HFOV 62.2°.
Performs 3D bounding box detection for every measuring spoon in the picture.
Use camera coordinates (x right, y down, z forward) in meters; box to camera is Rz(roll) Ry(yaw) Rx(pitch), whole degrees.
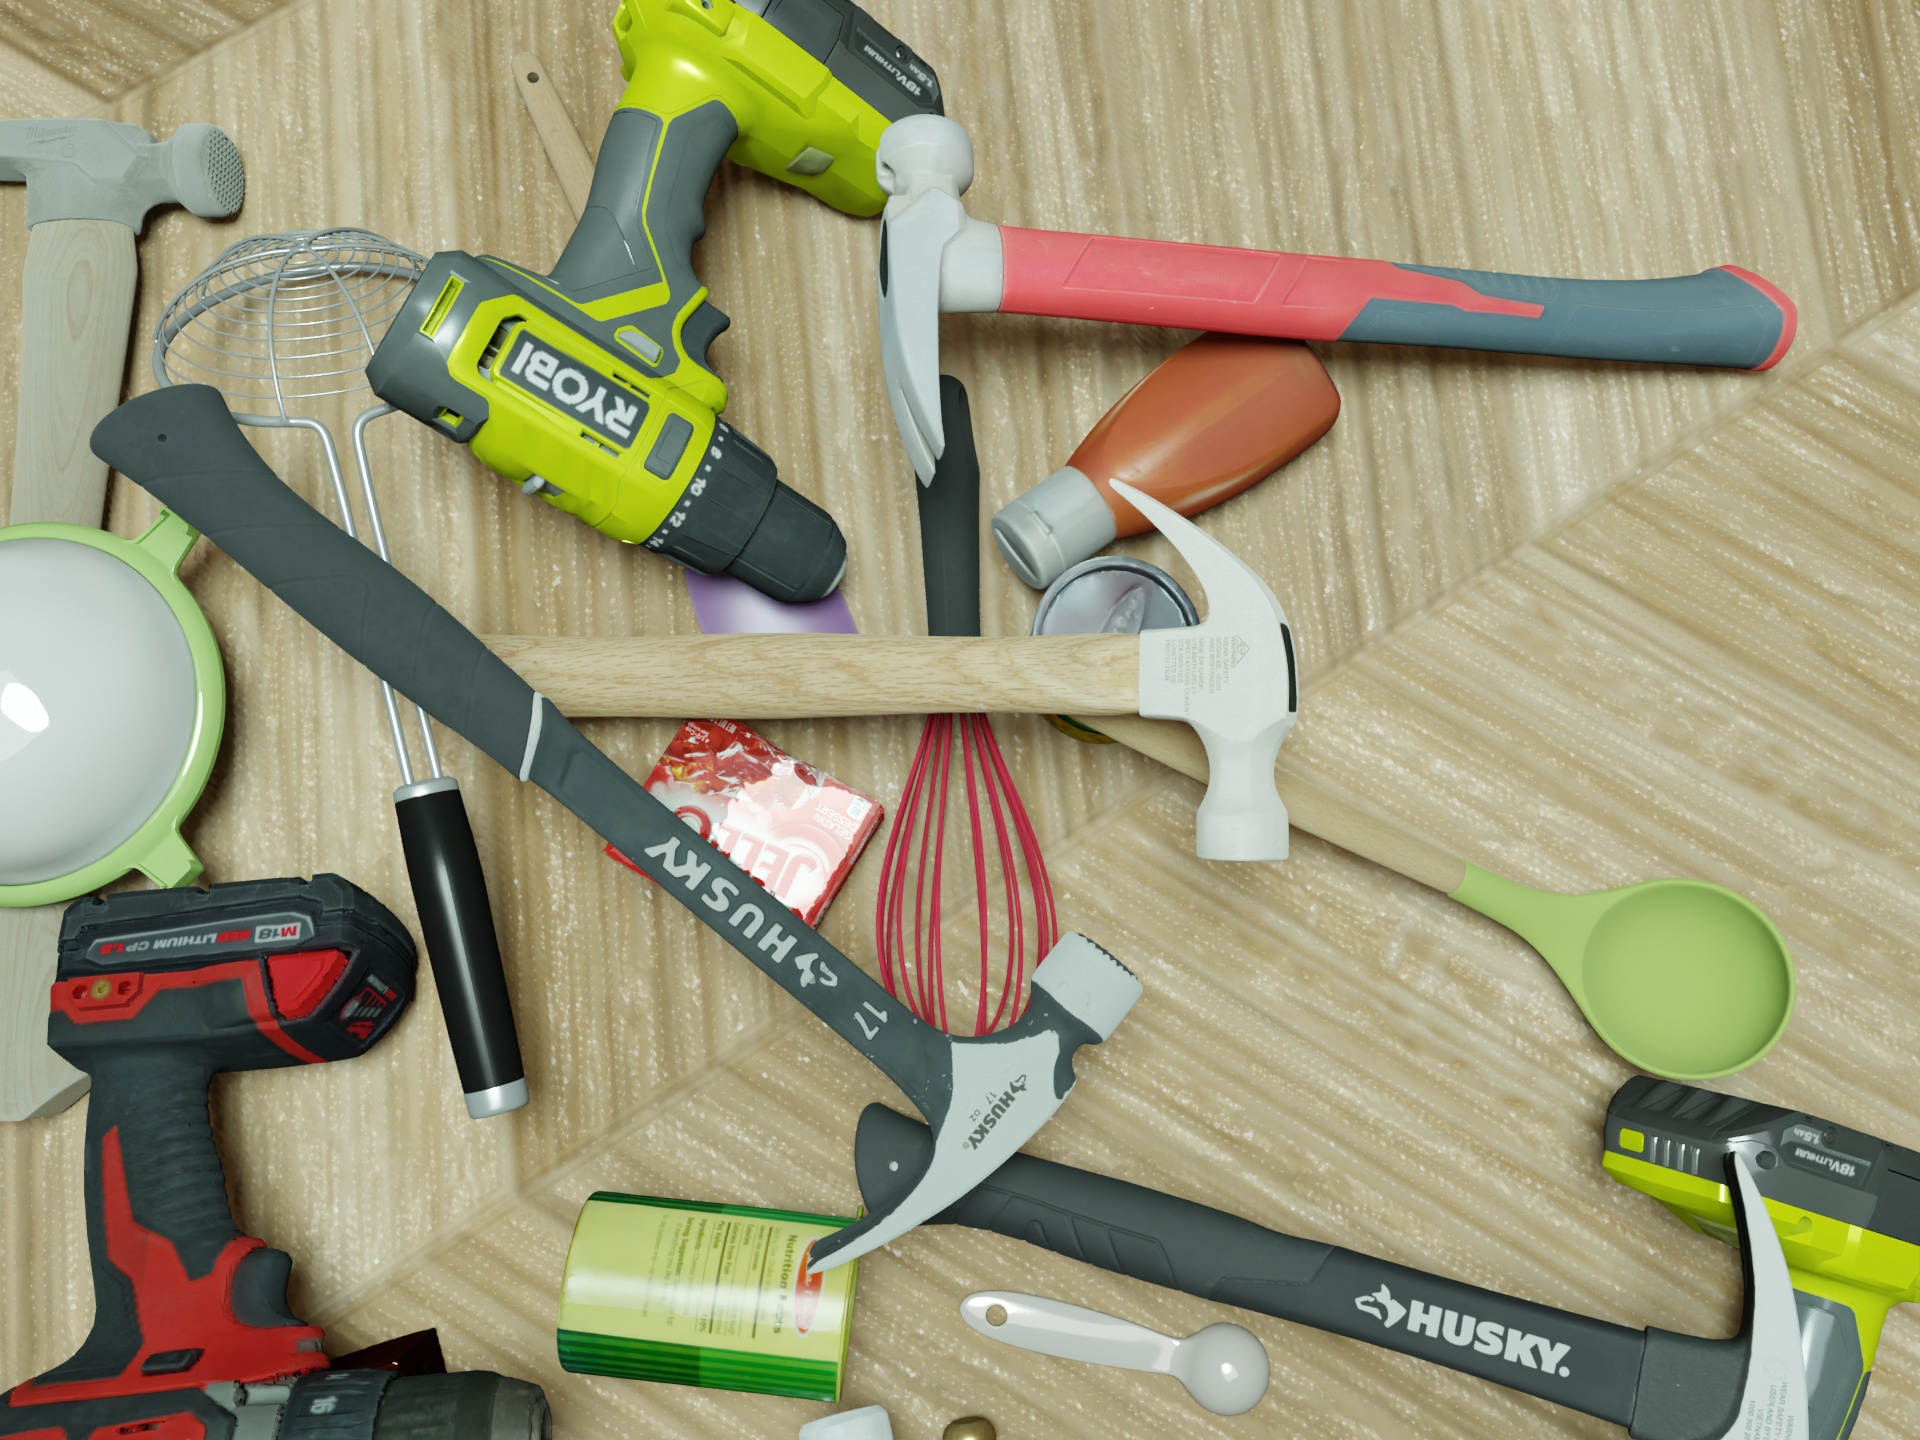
[{"bbox_3d":[0.060,0.243,0.618,0.124,0.018,0.034,13,81,2],"label":"measuring spoon"}]

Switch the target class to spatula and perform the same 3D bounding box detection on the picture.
[{"bbox_3d":[-0.126,-0.148,0.678,0.060,0.018,0.316,-24,83,-9],"label":"spatula"}]

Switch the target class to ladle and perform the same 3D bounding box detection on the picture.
[{"bbox_3d":[0.171,0.049,0.603,0.320,0.062,0.078,25,83,-9],"label":"ladle"}]

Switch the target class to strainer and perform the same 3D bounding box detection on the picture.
[{"bbox_3d":[-0.413,-0.004,0.590,0.256,0.069,0.151,-4,82,0],"label":"strainer"}]

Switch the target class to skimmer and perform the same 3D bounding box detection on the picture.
[{"bbox_3d":[-0.221,-0.028,0.622,0.127,0.090,0.363,-13,84,-18],"label":"skimmer"}]

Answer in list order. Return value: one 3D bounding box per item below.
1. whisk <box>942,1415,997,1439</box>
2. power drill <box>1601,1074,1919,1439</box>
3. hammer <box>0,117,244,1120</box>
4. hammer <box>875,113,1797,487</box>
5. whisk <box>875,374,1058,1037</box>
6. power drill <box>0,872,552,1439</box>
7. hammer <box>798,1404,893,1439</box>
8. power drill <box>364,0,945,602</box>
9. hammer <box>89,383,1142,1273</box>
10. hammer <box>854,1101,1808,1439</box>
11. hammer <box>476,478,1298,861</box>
[{"bbox_3d":[0.023,0.386,0.583,0.051,0.047,0.245,-8,78,-1],"label":"whisk"},{"bbox_3d":[0.274,0.252,0.571,0.171,0.080,0.223,21,80,-21],"label":"power drill"},{"bbox_3d":[-0.381,-0.048,0.649,0.146,0.038,0.411,-1,81,0],"label":"hammer"},{"bbox_3d":[0.160,-0.153,0.631,0.386,0.038,0.143,1,70,-13],"label":"hammer"},{"bbox_3d":[-0.001,-0.002,0.638,0.073,0.073,0.296,-2,76,-1],"label":"whisk"},{"bbox_3d":[-0.239,0.174,0.562,0.188,0.080,0.227,-5,64,-2],"label":"power drill"},{"bbox_3d":[-0.206,0.368,0.562,0.405,0.035,0.144,-16,65,2],"label":"hammer"},{"bbox_3d":[-0.096,-0.174,0.630,0.190,0.080,0.228,30,74,-24],"label":"power drill"},{"bbox_3d":[-0.138,0.023,0.559,0.409,0.036,0.149,39,85,1],"label":"hammer"},{"bbox_3d":[0.114,0.189,0.561,0.335,0.035,0.146,10,78,23],"label":"hammer"},{"bbox_3d":[-0.043,-0.019,0.591,0.331,0.031,0.130,1,88,21],"label":"hammer"}]
